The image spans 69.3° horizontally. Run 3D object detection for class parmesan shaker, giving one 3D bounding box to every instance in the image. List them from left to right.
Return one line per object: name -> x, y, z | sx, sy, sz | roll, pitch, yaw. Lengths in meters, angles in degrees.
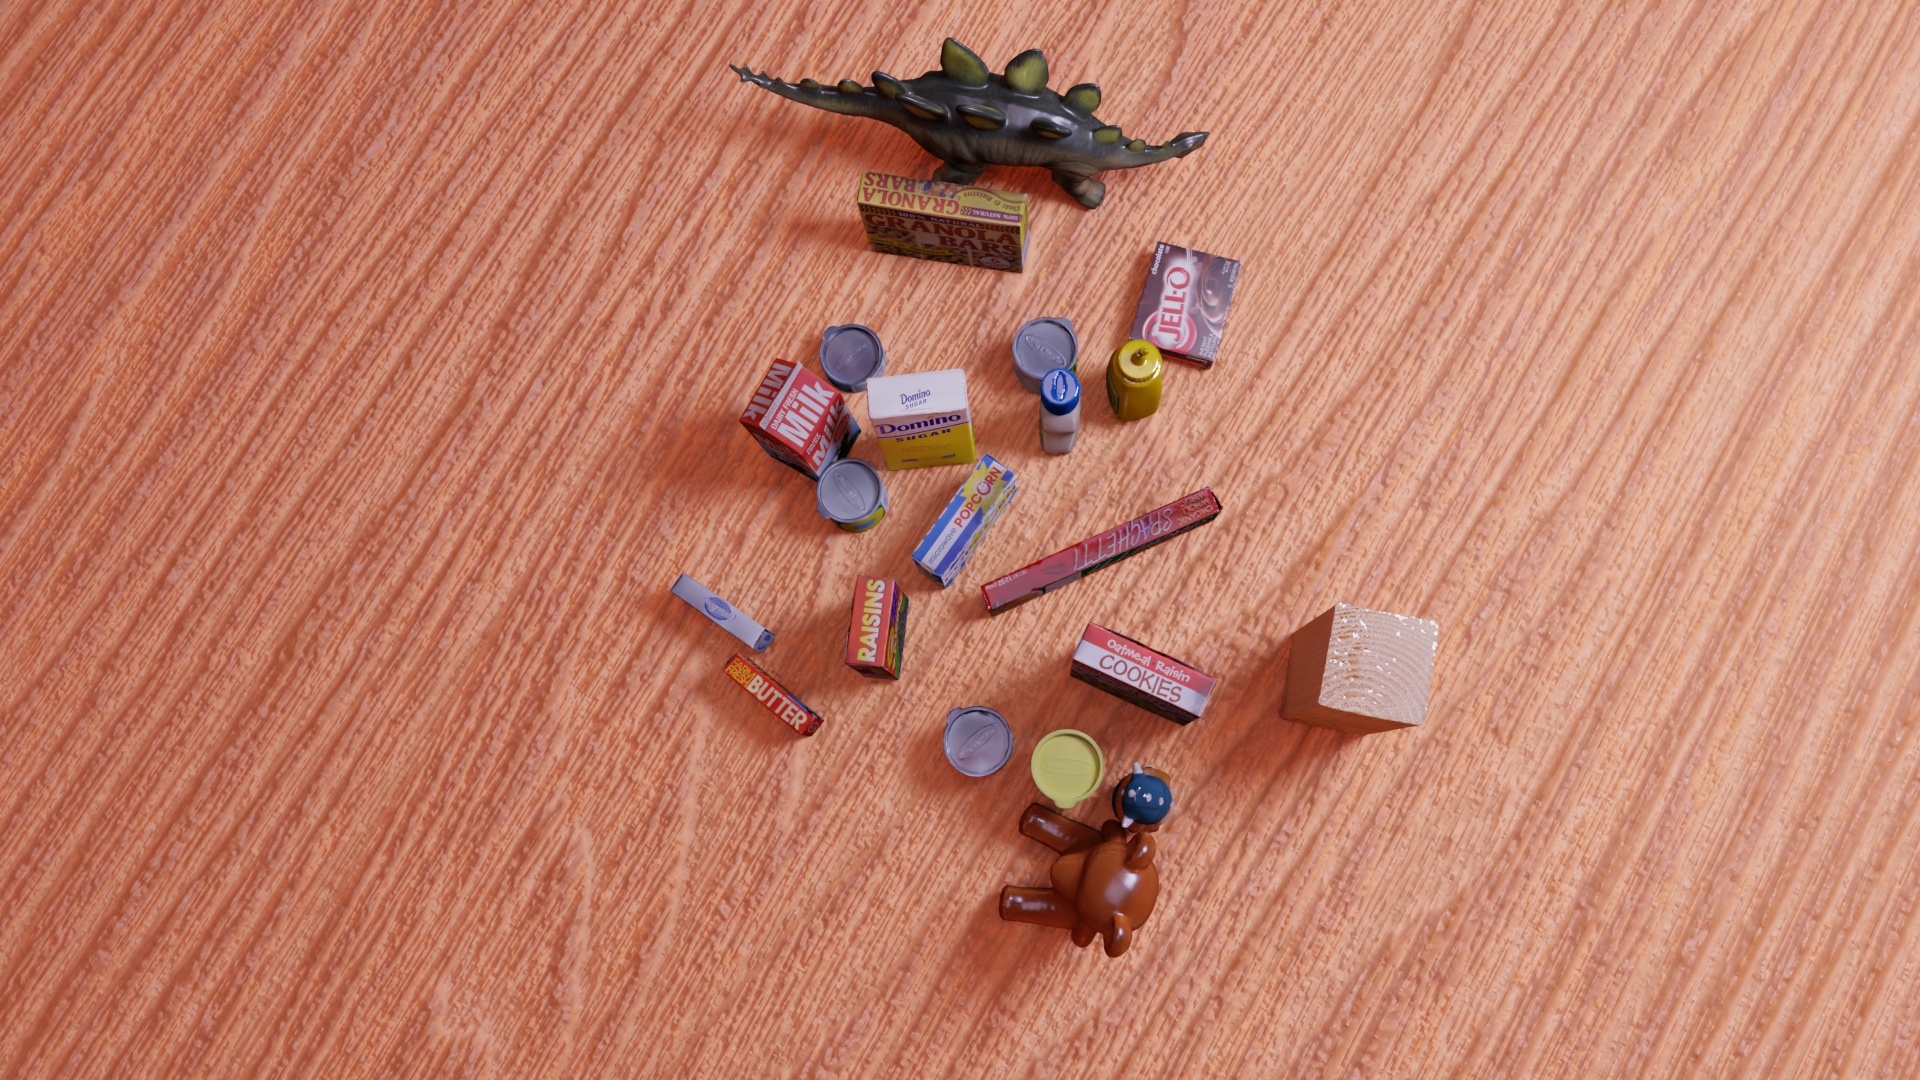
parmesan shaker -> 0.100, 0.216, 1.306 | 0.071, 0.103, 0.071 | -1, 79, 4

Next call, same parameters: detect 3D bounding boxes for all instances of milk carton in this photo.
milk carton -> -0.156, -0.116, 1.344 | 0.073, 0.190, 0.072 | 29, 82, 8

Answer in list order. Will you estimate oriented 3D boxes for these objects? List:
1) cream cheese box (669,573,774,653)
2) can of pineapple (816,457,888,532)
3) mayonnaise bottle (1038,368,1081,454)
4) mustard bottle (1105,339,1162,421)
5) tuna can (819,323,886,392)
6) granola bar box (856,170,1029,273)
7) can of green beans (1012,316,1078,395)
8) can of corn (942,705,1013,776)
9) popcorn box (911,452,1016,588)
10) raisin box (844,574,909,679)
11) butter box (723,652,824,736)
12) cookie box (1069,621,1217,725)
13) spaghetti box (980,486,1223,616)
cream cheese box -> -0.236, 0.073, 1.381 | 0.104, 0.053, 0.024 | 33, 83, 9
can of pineapple -> -0.109, -0.044, 1.395 | 0.071, 0.057, 0.071 | -1, 79, 4
mayonnaise bottle -> 0.096, -0.129, 1.353 | 0.041, 0.148, 0.065 | 2, 79, 4
mustard bottle -> 0.169, -0.162, 1.349 | 0.049, 0.160, 0.065 | -14, 79, 1
tuna can -> -0.113, -0.190, 1.437 | 0.071, 0.032, 0.071 | -1, 79, 3
granola bar box -> -0.015, -0.321, 1.411 | 0.166, 0.124, 0.039 | 9, 80, 5
can of green beans -> 0.086, -0.186, 1.411 | 0.071, 0.057, 0.071 | -1, 79, 4
can of corn -> 0.016, 0.192, 1.339 | 0.071, 0.058, 0.071 | -1, 79, 4
popcorn box -> 0.005, -0.017, 1.368 | 0.038, 0.085, 0.127 | 35, 83, 9
raisin box -> -0.079, 0.085, 1.333 | 0.040, 0.123, 0.086 | 6, 80, 5
butter box -> -0.184, 0.152, 1.362 | 0.103, 0.053, 0.024 | 38, 84, 10
cookie box -> 0.165, 0.126, 1.287 | 0.123, 0.167, 0.040 | 24, 82, 8
spaghetti box -> 0.139, 0.012, 1.372 | 0.250, 0.050, 0.029 | -24, 79, -1
